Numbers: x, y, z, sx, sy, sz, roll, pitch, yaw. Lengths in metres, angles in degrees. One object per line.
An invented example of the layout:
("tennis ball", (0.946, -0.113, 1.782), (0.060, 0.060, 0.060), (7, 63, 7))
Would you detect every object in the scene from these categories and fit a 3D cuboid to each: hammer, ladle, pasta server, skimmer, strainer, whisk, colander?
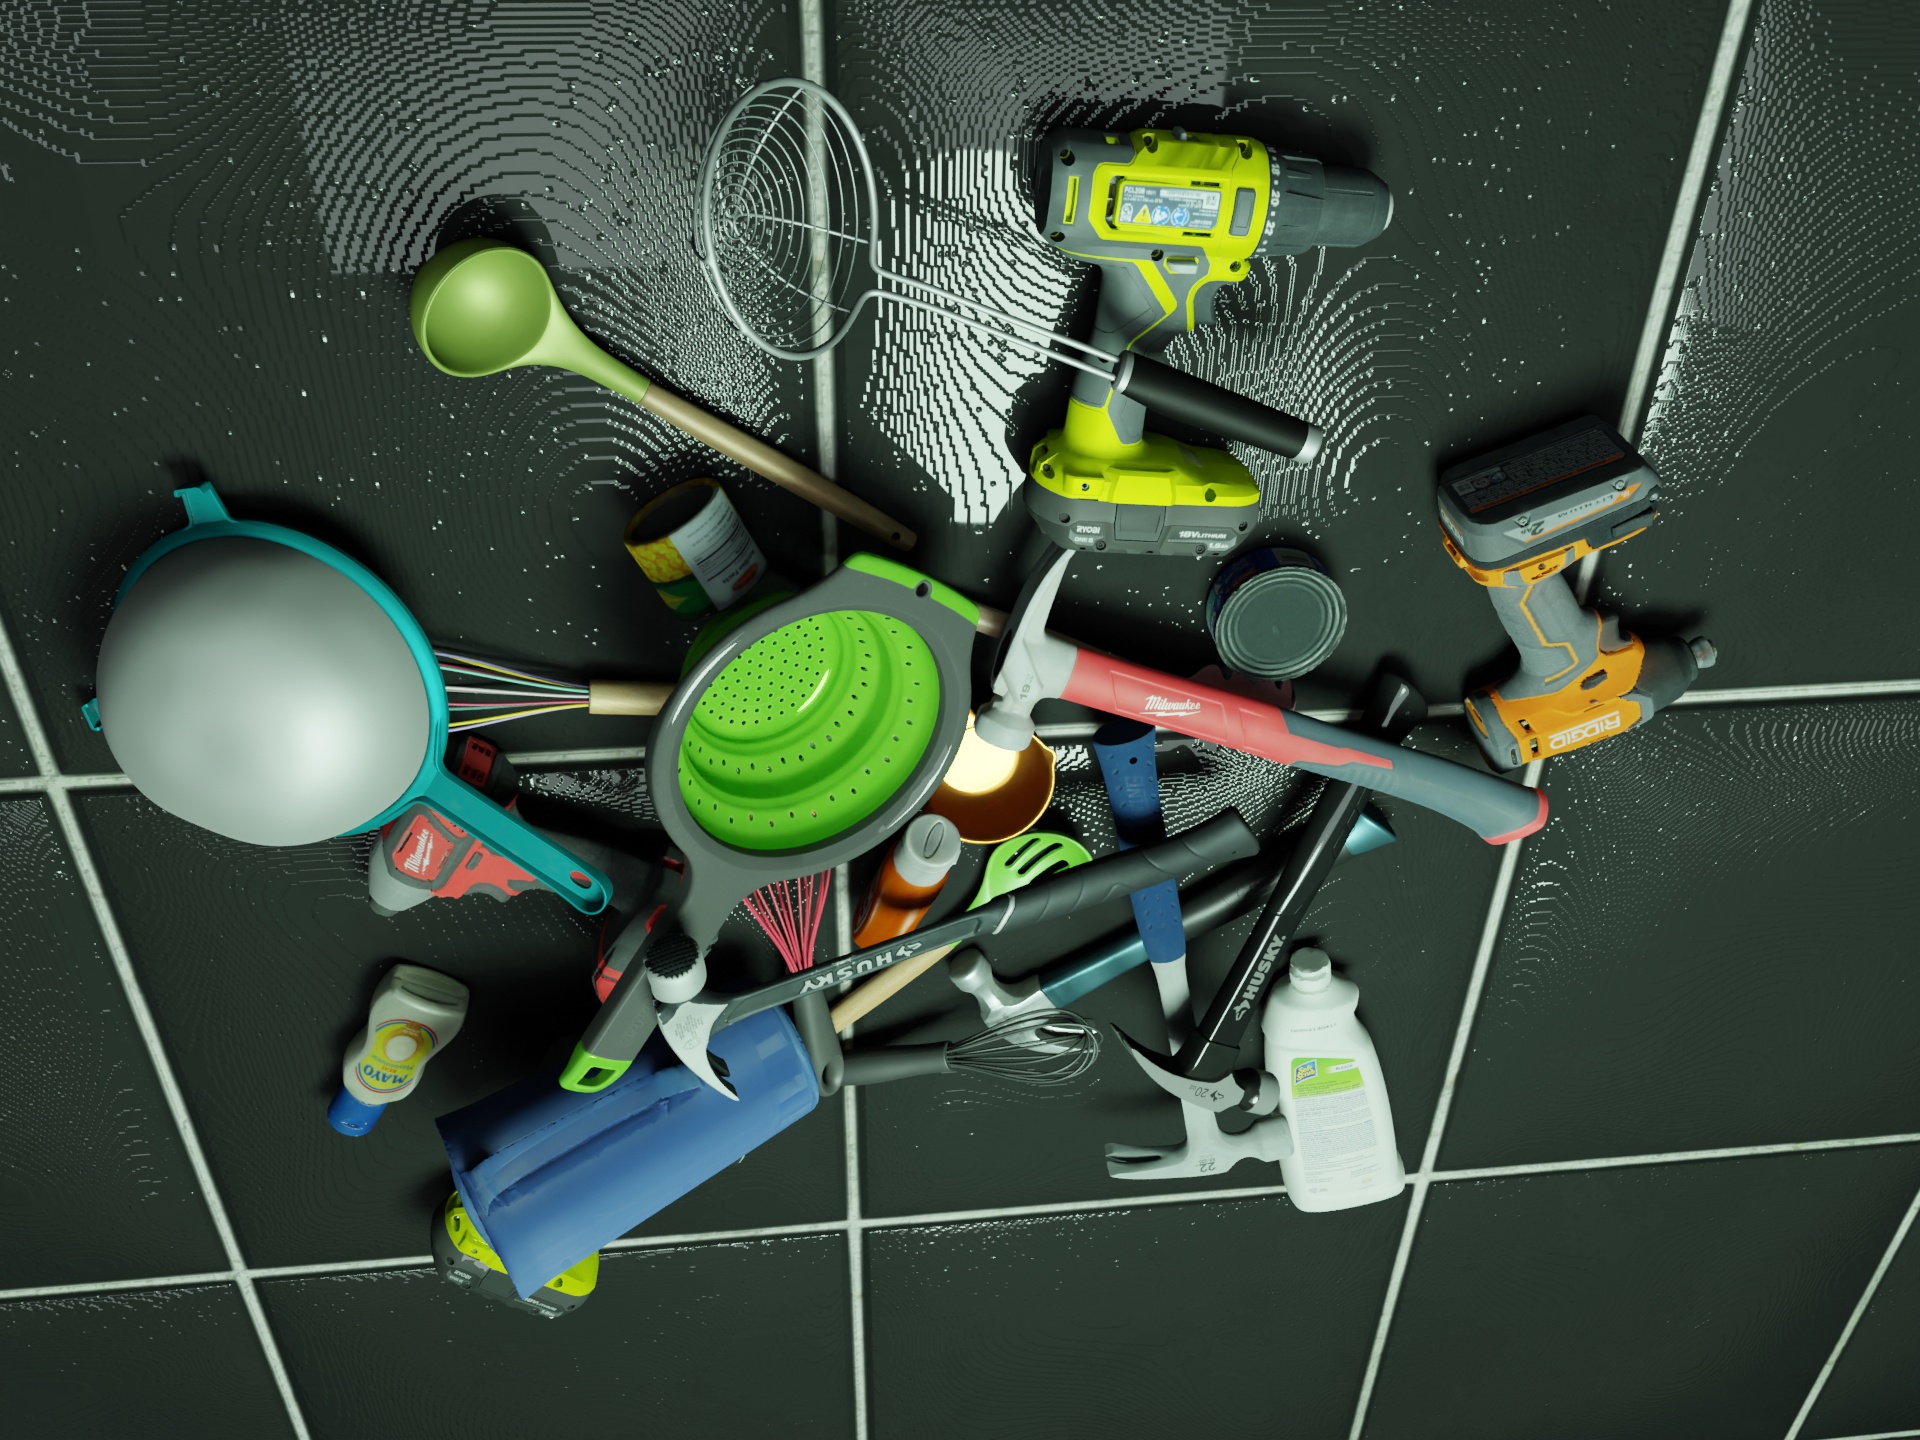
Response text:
("hammer", (0.210, -0.004, 1.014), (0.386, 0.038, 0.143), (16, 110, -14))
("hammer", (0.226, 0.118, 1.099), (0.146, 0.035, 0.334), (19, 102, -28))
("ladle", (-0.155, -0.168, 0.898), (0.320, 0.062, 0.078), (27, 110, -26))
("pasta server", (0.082, -0.044, 1.033), (0.316, 0.040, 0.060), (19, 120, -15))
("hammer", (0.145, 0.179, 1.144), (0.144, 0.035, 0.405), (-13, 119, 2))
("skimmer", (0.039, -0.200, 0.794), (0.363, 0.090, 0.127), (17, 84, -18))
("strainer", (-0.362, 0.032, 0.927), (0.340, 0.095, 0.211), (35, 117, -7))
("hammer", (0.008, 0.134, 1.018), (0.409, 0.036, 0.149), (-17, 137, -14))
("whisk", (-0.255, -0.020, 0.996), (0.245, 0.047, 0.051), (2, 133, -14))
("hammer", (0.163, 0.148, 1.170), (0.331, 0.033, 0.128), (-30, 122, 13))
("whisk", (-0.114, 0.159, 1.114), (0.073, 0.073, 0.295), (-8, 125, -2))
("colander", (-0.148, 0.055, 0.978), (0.204, 0.095, 0.397), (22, 108, -43))
("whisk", (-0.008, 0.250, 1.185), (0.239, 0.055, 0.055), (-11, 127, 22))

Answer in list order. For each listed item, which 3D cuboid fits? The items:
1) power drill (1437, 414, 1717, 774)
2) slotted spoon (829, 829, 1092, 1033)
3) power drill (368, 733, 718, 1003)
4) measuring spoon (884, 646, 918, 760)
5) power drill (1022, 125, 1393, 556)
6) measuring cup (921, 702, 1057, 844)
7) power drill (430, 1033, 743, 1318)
("power drill", (0.399, -0.077, 1.021), (0.164, 0.084, 0.226), (-20, 129, 6))
("slotted spoon", (-0.030, 0.172, 1.165), (0.313, 0.031, 0.070), (-39, 115, 20))
("power drill", (-0.281, 0.111, 1.062), (0.219, 0.079, 0.143), (30, 115, -21))
("measuring spoon", (-0.035, -0.017, 1.039), (0.034, 0.018, 0.124), (4, 123, -10))
("power drill", (0.129, -0.212, 0.894), (0.190, 0.080, 0.228), (2, 121, -9))
("measuring cup", (-0.002, -0.003, 1.036), (0.095, 0.052, 0.173), (-25, 113, -1))
("power drill", (-0.288, 0.355, 1.227), (0.171, 0.080, 0.223), (33, 111, -25))
